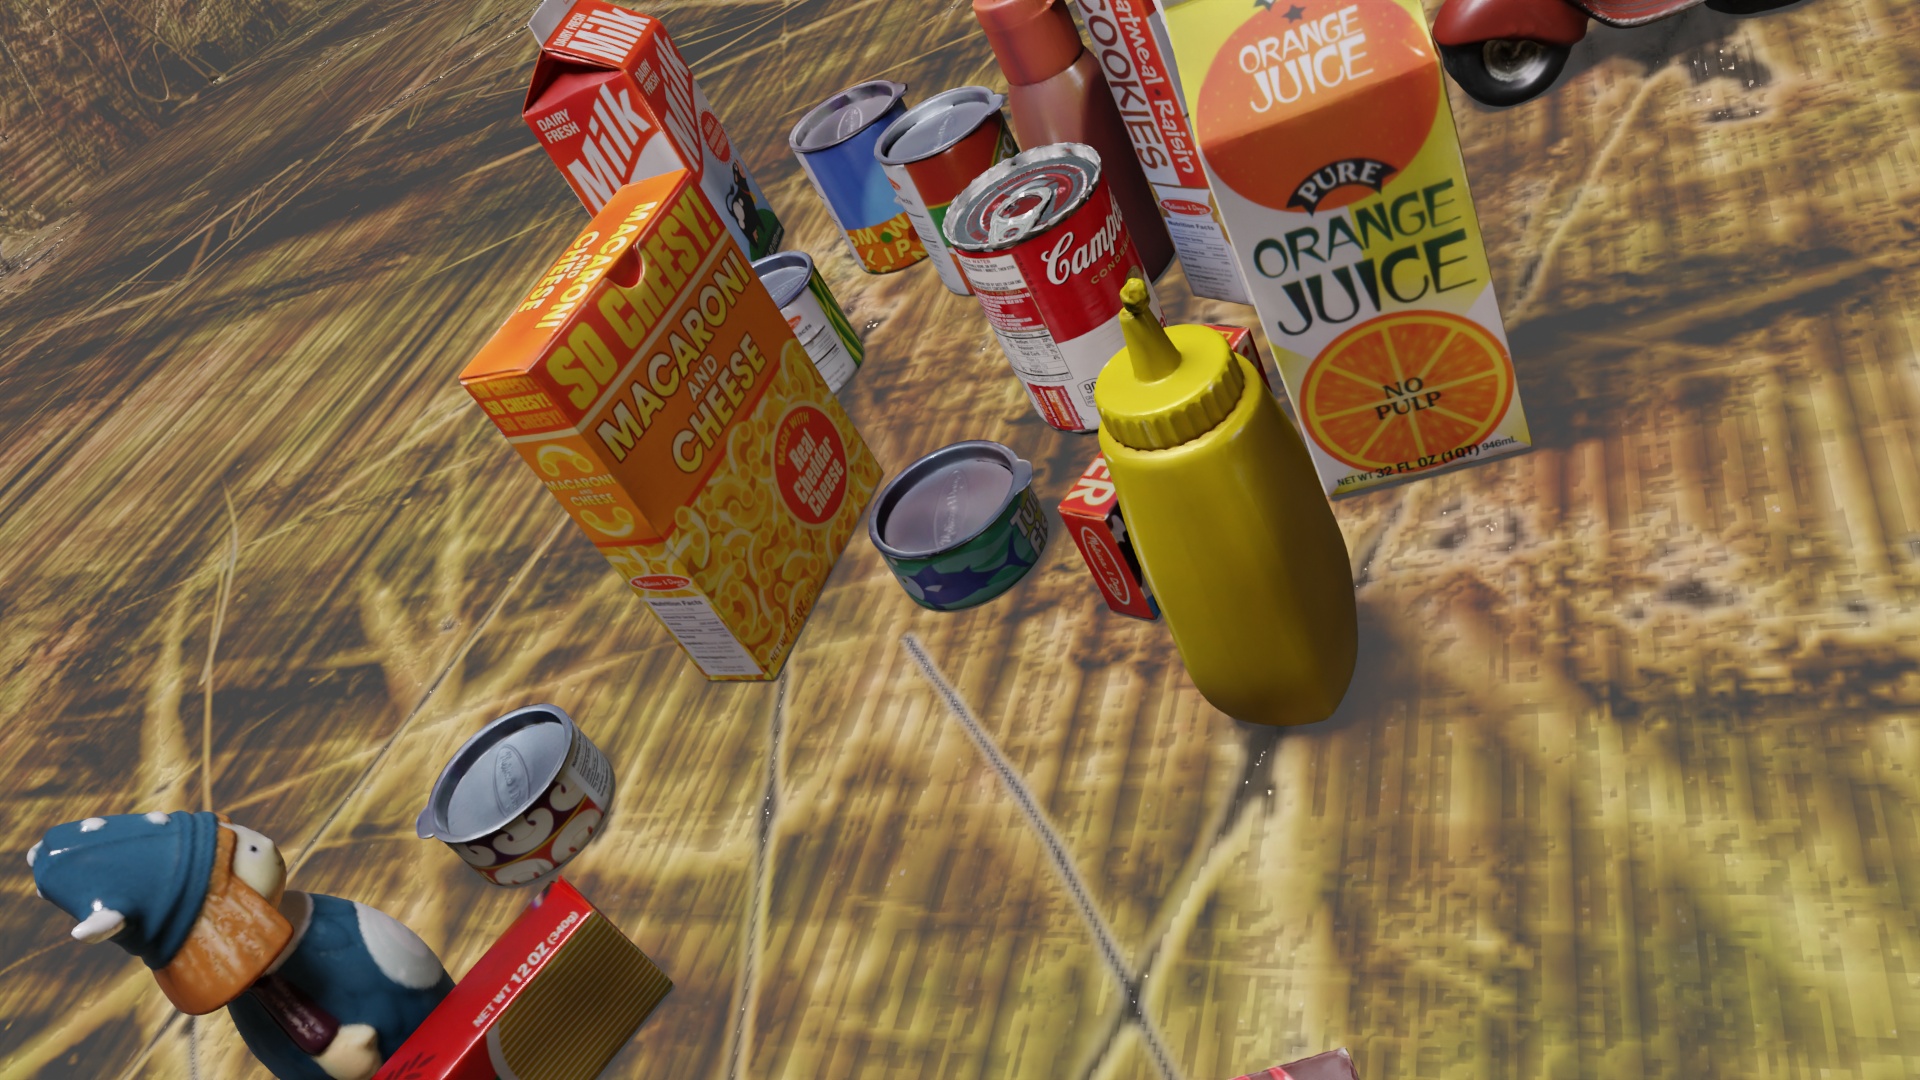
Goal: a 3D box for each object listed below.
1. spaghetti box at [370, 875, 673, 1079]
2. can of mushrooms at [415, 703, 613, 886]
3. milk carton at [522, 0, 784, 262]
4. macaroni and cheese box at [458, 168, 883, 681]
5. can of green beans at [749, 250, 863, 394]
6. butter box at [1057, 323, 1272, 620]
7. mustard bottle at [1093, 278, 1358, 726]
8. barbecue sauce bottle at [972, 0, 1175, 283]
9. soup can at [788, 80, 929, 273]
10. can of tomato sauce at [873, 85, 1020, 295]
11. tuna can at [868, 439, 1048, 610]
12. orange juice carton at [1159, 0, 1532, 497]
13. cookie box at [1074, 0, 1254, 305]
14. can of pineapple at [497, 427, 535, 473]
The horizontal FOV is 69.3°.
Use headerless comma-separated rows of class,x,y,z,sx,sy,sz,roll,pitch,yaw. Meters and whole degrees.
spaghetti box,-0.188,0.215,0.410,0.029,0.050,0.251,15,56,45
can of mushrooms,-0.175,0.101,0.548,0.071,0.033,0.071,-19,38,16
milk carton,-0.185,-0.230,0.811,0.073,0.189,0.073,-16,39,20
macaroni and cheese box,-0.104,-0.043,0.556,0.040,0.165,0.124,-5,44,32
can of green beans,-0.091,-0.105,0.711,0.071,0.057,0.071,-19,38,16
butter box,0.079,-0.027,0.504,0.024,0.053,0.104,11,53,43
mustard bottle,0.074,-0.013,0.401,0.049,0.159,0.066,-6,43,31
barbecue sauce bottle,0.052,-0.182,0.625,0.043,0.148,0.065,4,49,38
soup can,-0.044,-0.201,0.769,0.071,0.083,0.072,-19,38,16
can of tomato sauce,0.006,-0.178,0.707,0.071,0.082,0.071,-19,38,16
tuna can,0.002,-0.007,0.552,0.071,0.032,0.071,-19,38,16
orange juice carton,0.127,-0.112,0.453,0.071,0.192,0.073,-15,39,21
cookie box,0.121,-0.205,0.588,0.123,0.166,0.040,-46,39,-19
can of pineapple,-0.199,-0.057,0.730,0.071,0.057,0.071,-19,38,16
